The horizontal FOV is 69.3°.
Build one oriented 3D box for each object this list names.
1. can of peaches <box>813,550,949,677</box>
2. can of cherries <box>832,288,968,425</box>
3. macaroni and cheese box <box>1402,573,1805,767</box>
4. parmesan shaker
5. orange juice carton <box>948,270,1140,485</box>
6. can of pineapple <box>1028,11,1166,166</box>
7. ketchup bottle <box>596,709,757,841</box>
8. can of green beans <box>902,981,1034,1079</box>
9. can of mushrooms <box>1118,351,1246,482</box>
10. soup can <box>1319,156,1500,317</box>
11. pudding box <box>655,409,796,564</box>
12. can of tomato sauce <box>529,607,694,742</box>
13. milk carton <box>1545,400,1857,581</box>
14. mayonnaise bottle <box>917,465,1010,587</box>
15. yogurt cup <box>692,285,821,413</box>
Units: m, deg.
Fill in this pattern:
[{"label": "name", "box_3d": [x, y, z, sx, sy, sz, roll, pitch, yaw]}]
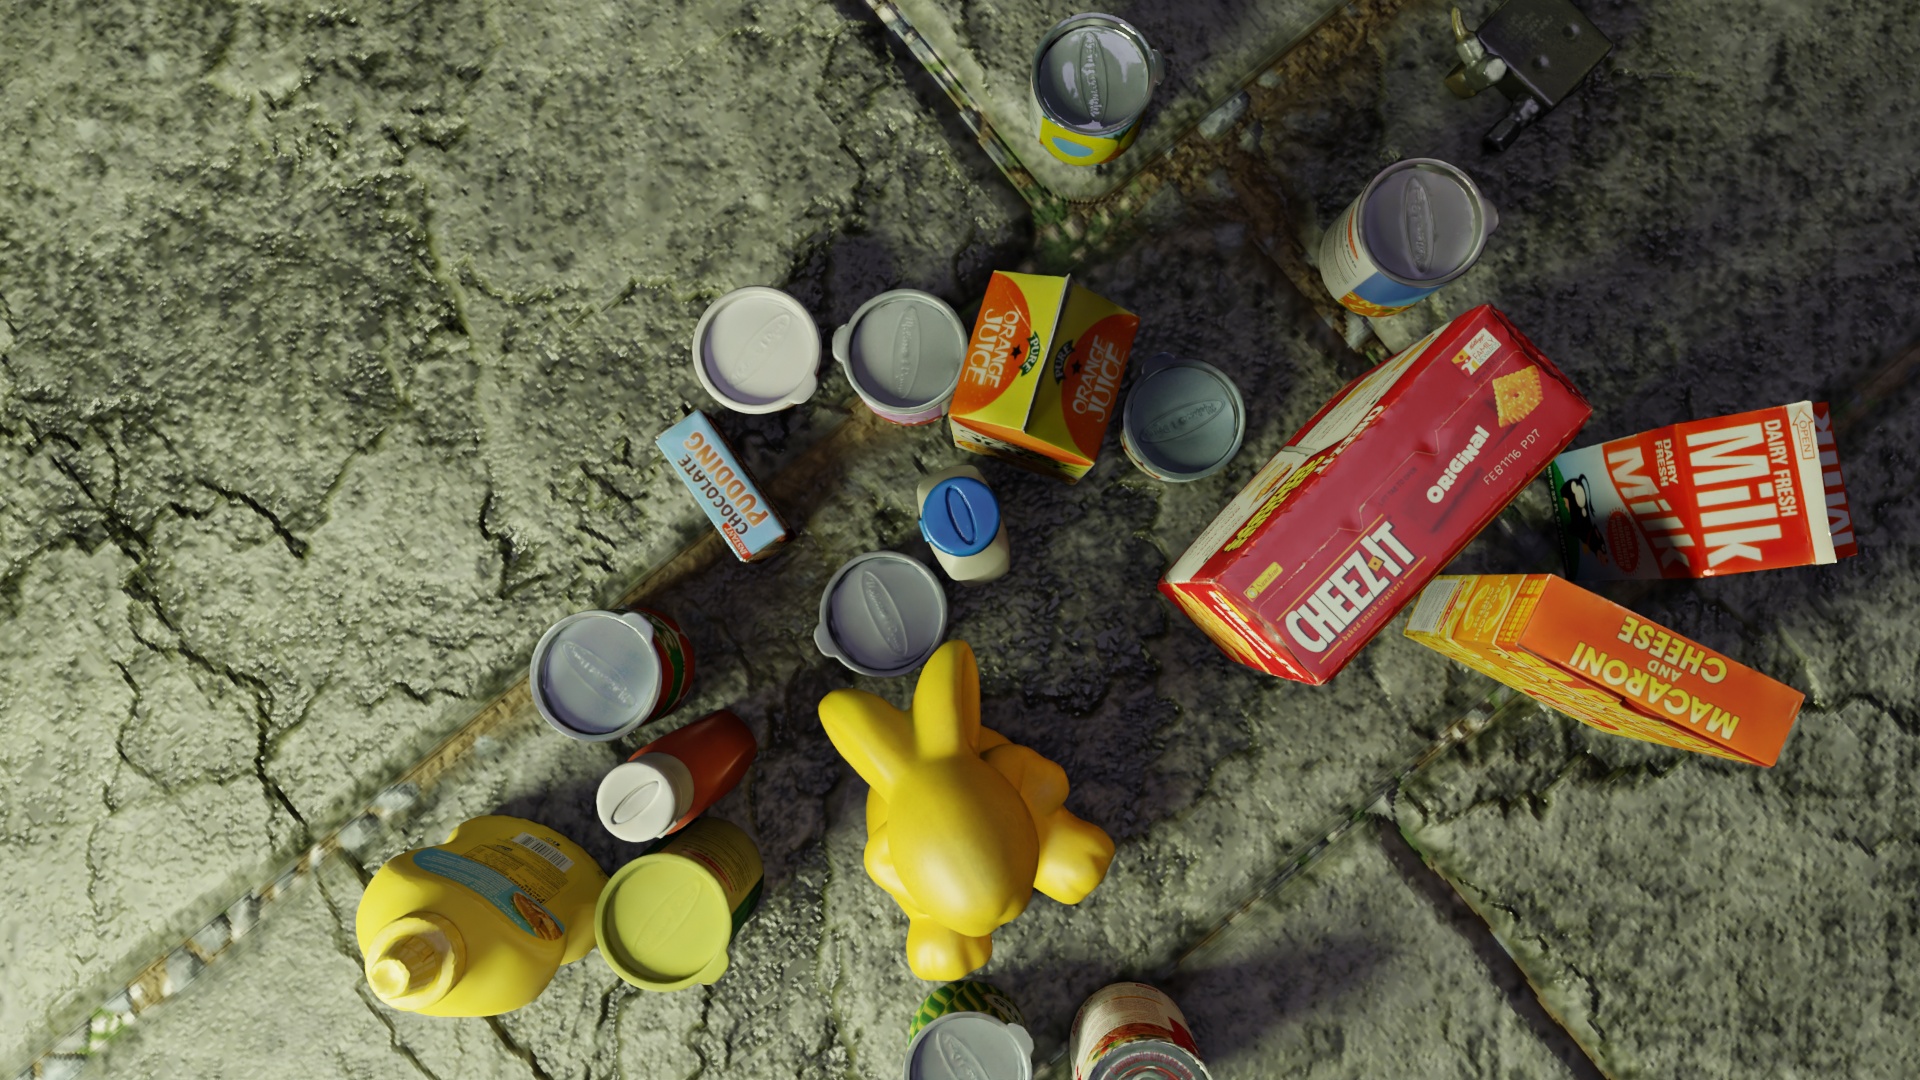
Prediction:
[{"label": "can of peaches", "box_3d": [-0.041, 0.040, 0.744, 0.071, 0.058, 0.071, 0, 88, 1]}, {"label": "can of cherries", "box_3d": [-0.031, -0.098, 0.749, 0.071, 0.058, 0.071, 0, 88, 1]}, {"label": "macaroni and cheese box", "box_3d": [0.304, 0.060, 0.682, 0.124, 0.166, 0.040, 26, 89, 2]}, {"label": "parmesan shaker", "box_3d": [-0.140, 0.187, 0.717, 0.071, 0.103, 0.071, 0, 88, 1]}, {"label": "orange juice carton", "box_3d": [0.039, -0.077, 0.680, 0.073, 0.192, 0.072, 18, 89, 2]}, {"label": "can of pineapple", "box_3d": [0.072, -0.243, 0.753, 0.071, 0.058, 0.071, 0, 88, 1]}, {"label": "ketchup bottle", "box_3d": [-0.143, 0.120, 0.697, 0.065, 0.149, 0.043, -42, 88, 0]}, {"label": "can of green beans", "box_3d": [0.004, 0.273, 0.733, 0.071, 0.058, 0.071, 0, 88, 1]}, {"label": "can of mushrooms", "box_3d": [0.119, -0.067, 0.757, 0.071, 0.033, 0.071, 0, 88, 1]}, {"label": "soup can", "box_3d": [0.234, -0.158, 0.734, 0.071, 0.084, 0.071, 0, 88, 1]}, {"label": "pudding box", "box_3d": [-0.126, -0.028, 0.752, 0.030, 0.049, 0.083, -35, 88, 0]}, {"label": "can of tomato sauce", "box_3d": [-0.180, 0.067, 0.733, 0.071, 0.083, 0.071, 0, 88, 1]}, {"label": "milk carton", "box_3d": [0.360, -0.021, 0.672, 0.073, 0.190, 0.072, -9, 88, 1]}, {"label": "mayonnaise bottle", "box_3d": [0.002, -0.009, 0.700, 0.041, 0.148, 0.065, -21, 88, 1]}, {"label": "yogurt cup", "box_3d": [-0.106, -0.100, 0.753, 0.072, 0.054, 0.072, 0, 88, 1]}]
